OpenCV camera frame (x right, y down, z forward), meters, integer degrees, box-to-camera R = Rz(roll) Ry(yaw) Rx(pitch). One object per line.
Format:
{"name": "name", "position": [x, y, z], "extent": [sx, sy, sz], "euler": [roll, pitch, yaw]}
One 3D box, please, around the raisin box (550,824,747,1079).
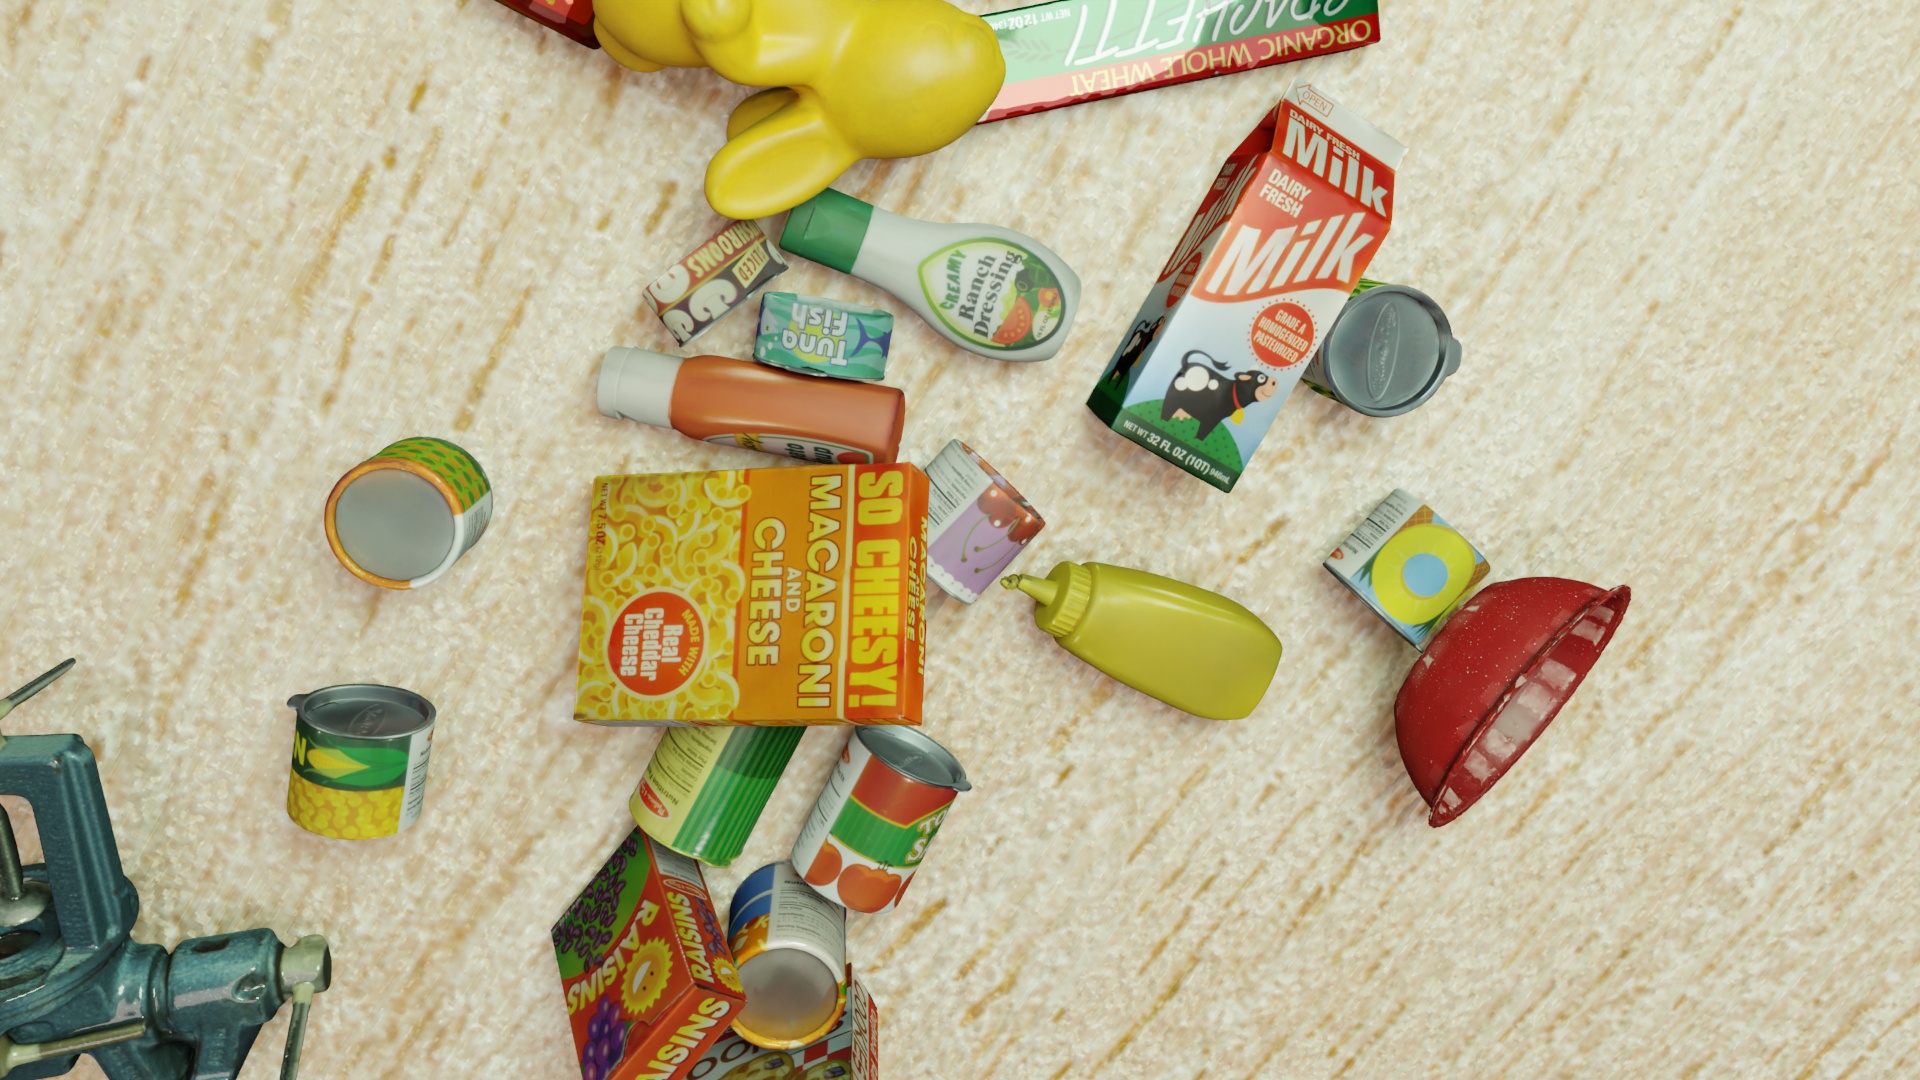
{"name": "raisin box", "position": [-0.165, 0.221, 0.724], "extent": [0.040, 0.124, 0.086], "euler": [35, 100, -37]}

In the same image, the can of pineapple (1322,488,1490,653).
{"name": "can of pineapple", "position": [0.239, 0.015, 0.740], "extent": [0.071, 0.071, 0.058], "euler": [41, 97, -14]}

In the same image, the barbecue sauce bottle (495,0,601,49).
{"name": "barbecue sauce bottle", "position": [-0.164, -0.306, 0.632], "extent": [0.065, 0.044, 0.148], "euler": [25, 100, -9]}

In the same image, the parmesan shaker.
{"name": "parmesan shaker", "position": [-0.120, 0.109, 0.729], "extent": [0.071, 0.071, 0.103], "euler": [27, 100, -11]}

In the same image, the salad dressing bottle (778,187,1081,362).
{"name": "salad dressing bottle", "position": [-0.015, -0.135, 0.690], "extent": [0.148, 0.044, 0.064], "euler": [19, 103, -10]}

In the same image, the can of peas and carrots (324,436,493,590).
{"name": "can of peas and carrots", "position": [-0.275, -0.015, 0.688], "extent": [0.071, 0.059, 0.070], "euler": [-1, 104, -5]}

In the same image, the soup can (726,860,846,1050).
{"name": "soup can", "position": [-0.096, 0.226, 0.754], "extent": [0.071, 0.084, 0.071], "euler": [-1, 105, -5]}

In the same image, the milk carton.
{"name": "milk carton", "position": [0.145, -0.128, 0.691], "extent": [0.072, 0.073, 0.190], "euler": [29, 100, -11]}

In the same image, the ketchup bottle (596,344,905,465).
{"name": "ketchup bottle", "position": [-0.103, -0.067, 0.692], "extent": [0.149, 0.064, 0.043], "euler": [11, 82, 1]}

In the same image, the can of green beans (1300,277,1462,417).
{"name": "can of green beans", "position": [0.209, -0.100, 0.712], "extent": [0.071, 0.058, 0.071], "euler": [-1, 104, -5]}

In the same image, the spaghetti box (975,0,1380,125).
{"name": "spaghetti box", "position": [0.081, -0.244, 0.679], "extent": [0.250, 0.029, 0.050], "euler": [-12, 106, -2]}

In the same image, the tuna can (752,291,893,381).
{"name": "tuna can", "position": [-0.067, -0.100, 0.680], "extent": [0.071, 0.071, 0.032], "euler": [9, 103, -8]}

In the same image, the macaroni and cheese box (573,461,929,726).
{"name": "macaroni and cheese box", "position": [-0.100, 0.028, 0.675], "extent": [0.166, 0.040, 0.124], "euler": [-2, 77, 15]}

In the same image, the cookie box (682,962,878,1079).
{"name": "cookie box", "position": [-0.106, 0.302, 0.730], "extent": [0.123, 0.168, 0.040], "euler": [-23, 103, 1]}

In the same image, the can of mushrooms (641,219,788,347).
{"name": "can of mushrooms", "position": [-0.117, -0.126, 0.669], "extent": [0.071, 0.071, 0.033], "euler": [-35, 104, 4]}

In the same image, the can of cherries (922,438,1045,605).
{"name": "can of cherries", "position": [0.003, -0.009, 0.714], "extent": [0.071, 0.071, 0.058], "euler": [41, 97, -14]}

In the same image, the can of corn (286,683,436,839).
{"name": "can of corn", "position": [-0.311, 0.113, 0.714], "extent": [0.071, 0.071, 0.058], "euler": [11, 104, -8]}

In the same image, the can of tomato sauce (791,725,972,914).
{"name": "can of tomato sauce", "position": [-0.043, 0.149, 0.748], "extent": [0.071, 0.071, 0.083], "euler": [25, 102, -11]}

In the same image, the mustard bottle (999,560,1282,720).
{"name": "mustard bottle", "position": [0.091, 0.044, 0.735], "extent": [0.160, 0.049, 0.065], "euler": [23, 100, -19]}
